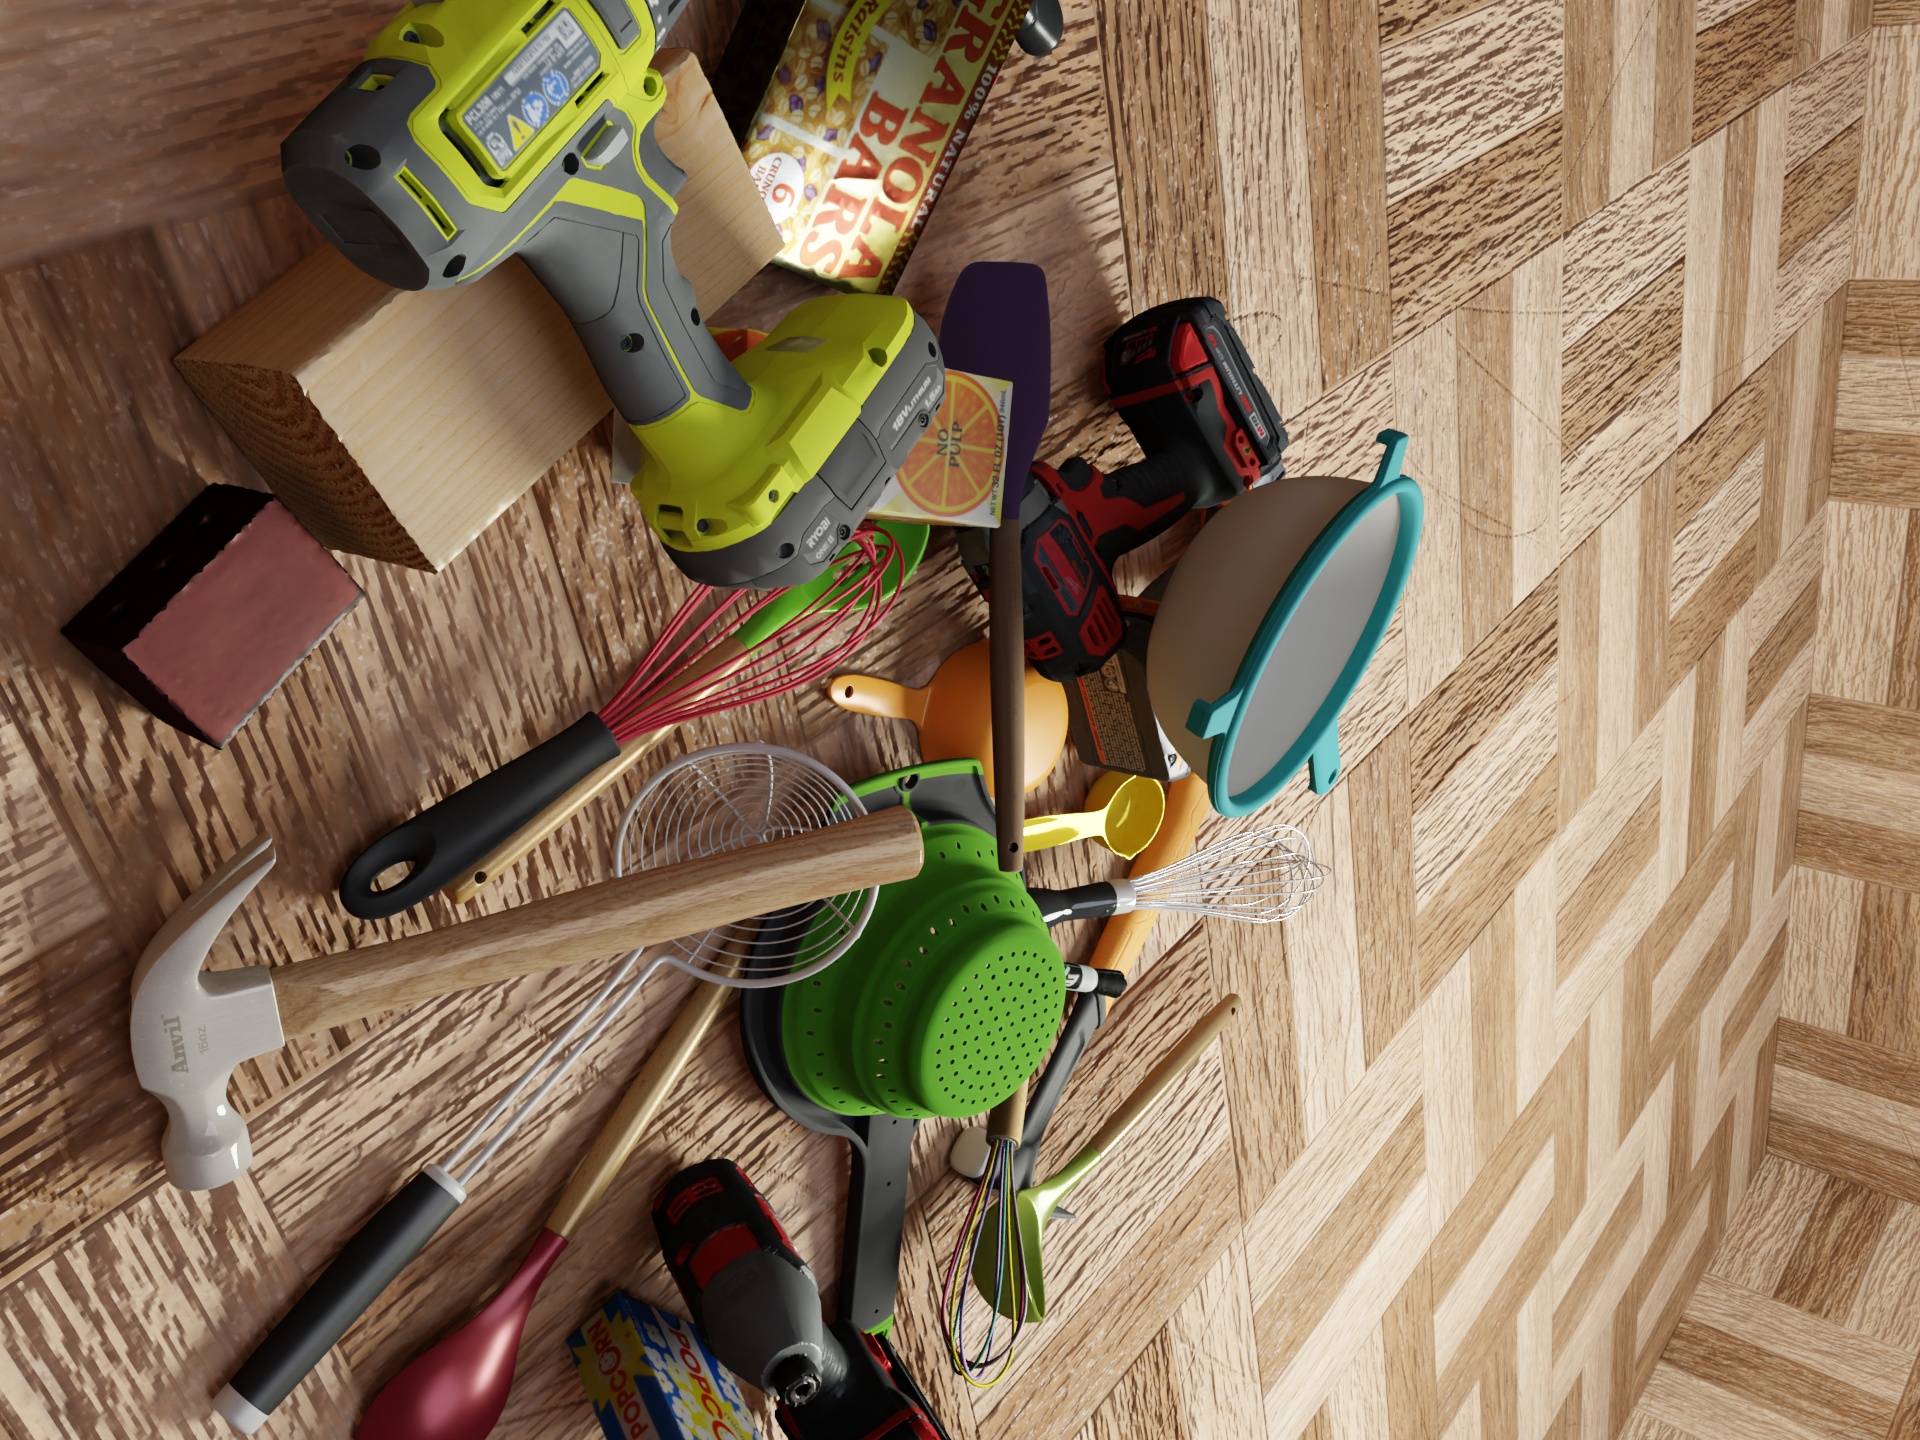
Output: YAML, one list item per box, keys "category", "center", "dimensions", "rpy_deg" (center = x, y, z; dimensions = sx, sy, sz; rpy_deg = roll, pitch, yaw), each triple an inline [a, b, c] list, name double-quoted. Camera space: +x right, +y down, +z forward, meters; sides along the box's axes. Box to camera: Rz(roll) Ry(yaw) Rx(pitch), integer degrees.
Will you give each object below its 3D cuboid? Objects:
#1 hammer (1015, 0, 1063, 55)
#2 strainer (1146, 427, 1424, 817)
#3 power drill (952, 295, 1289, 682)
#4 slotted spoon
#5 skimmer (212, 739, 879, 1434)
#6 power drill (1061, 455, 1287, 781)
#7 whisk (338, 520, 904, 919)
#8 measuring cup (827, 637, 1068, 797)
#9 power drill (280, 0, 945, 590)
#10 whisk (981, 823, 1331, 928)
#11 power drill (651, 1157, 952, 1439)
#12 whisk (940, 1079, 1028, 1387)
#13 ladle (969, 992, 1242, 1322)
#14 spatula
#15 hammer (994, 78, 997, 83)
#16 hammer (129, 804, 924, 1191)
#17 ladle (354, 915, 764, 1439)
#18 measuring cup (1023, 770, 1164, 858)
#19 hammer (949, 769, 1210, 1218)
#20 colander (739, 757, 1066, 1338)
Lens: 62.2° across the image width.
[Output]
- category: "hammer"
  center: [-0.061, -0.413, 0.680]
  dimensions: [0.408, 0.036, 0.149]
  rpy_deg: [24, 50, -55]
- category: "strainer"
  center: [0.182, -0.035, 0.954]
  dimensions: [0.211, 0.095, 0.340]
  rpy_deg: [-55, 157, -9]
- category: "power drill"
  center: [0.073, -0.156, 0.909]
  dimensions: [0.227, 0.080, 0.187]
  rpy_deg: [-46, 113, -30]
- category: "slotted spoon"
  center: [-0.126, -0.021, 0.766]
  dimensions: [0.314, 0.031, 0.070]
  rpy_deg: [-45, 122, -29]
- category: "skimmer"
  center: [-0.180, 0.159, 0.707]
  dimensions: [0.127, 0.090, 0.363]
  rpy_deg: [48, 63, -14]
- category: "power drill"
  center: [0.157, -0.061, 1.050]
  dimensions: [0.226, 0.084, 0.164]
  rpy_deg: [-48, 134, -35]
- category: "whisk"
  center: [-0.143, -0.006, 0.706]
  dimensions: [0.296, 0.073, 0.073]
  rpy_deg: [-37, 129, -23]
- category: "measuring cup"
  center: [-0.001, -0.003, 0.897]
  dimensions: [0.173, 0.052, 0.095]
  rpy_deg: [11, 93, -53]
- category: "power drill"
  center: [-0.099, -0.176, 0.568]
  dimensions: [0.191, 0.080, 0.228]
  rpy_deg: [-57, 136, -21]
- category: "whisk"
  center: [0.130, 0.112, 1.046]
  dimensions: [0.284, 0.070, 0.070]
  rpy_deg: [-5, 106, -31]
- category: "power drill"
  center: [-0.079, 0.339, 0.833]
  dimensions: [0.078, 0.143, 0.219]
  rpy_deg: [-34, 126, -13]
- category: "whisk"
  center: [0.024, 0.277, 0.958]
  dimensions: [0.051, 0.047, 0.245]
  rpy_deg: [117, -12, -49]
- category: "ladle"
  center: [0.113, 0.278, 1.065]
  dimensions: [0.320, 0.062, 0.078]
  rpy_deg: [-35, 119, -41]
- category: "spatula"
  center: [0.021, -0.078, 0.826]
  dimensions: [0.059, 0.018, 0.316]
  rpy_deg: [-2, 93, -10]
- category: "hammer"
  center: [-0.108, -0.372, 0.669]
  dimensions: [0.386, 0.038, 0.143]
  rpy_deg: [12, 90, -51]
- category: "hammer"
  center: [-0.166, 0.085, 0.667]
  dimensions: [0.331, 0.031, 0.130]
  rpy_deg: [-13, 113, -27]
- category: "ladle"
  center: [-0.182, 0.228, 0.778]
  dimensions: [0.315, 0.031, 0.069]
  rpy_deg: [-58, 137, -23]
- category: "measuring cup"
  center: [0.068, 0.064, 1.032]
  dimensions: [0.156, 0.029, 0.062]
  rpy_deg: [-7, 109, -37]
- category: "hammer"
  center: [0.105, 0.175, 1.095]
  dimensions: [0.127, 0.034, 0.337]
  rpy_deg: [45, 67, -46]
- category: "colander"
  center: [-0.018, 0.223, 0.889]
  dimensions: [0.204, 0.095, 0.397]
  rpy_deg: [-12, 116, -41]
